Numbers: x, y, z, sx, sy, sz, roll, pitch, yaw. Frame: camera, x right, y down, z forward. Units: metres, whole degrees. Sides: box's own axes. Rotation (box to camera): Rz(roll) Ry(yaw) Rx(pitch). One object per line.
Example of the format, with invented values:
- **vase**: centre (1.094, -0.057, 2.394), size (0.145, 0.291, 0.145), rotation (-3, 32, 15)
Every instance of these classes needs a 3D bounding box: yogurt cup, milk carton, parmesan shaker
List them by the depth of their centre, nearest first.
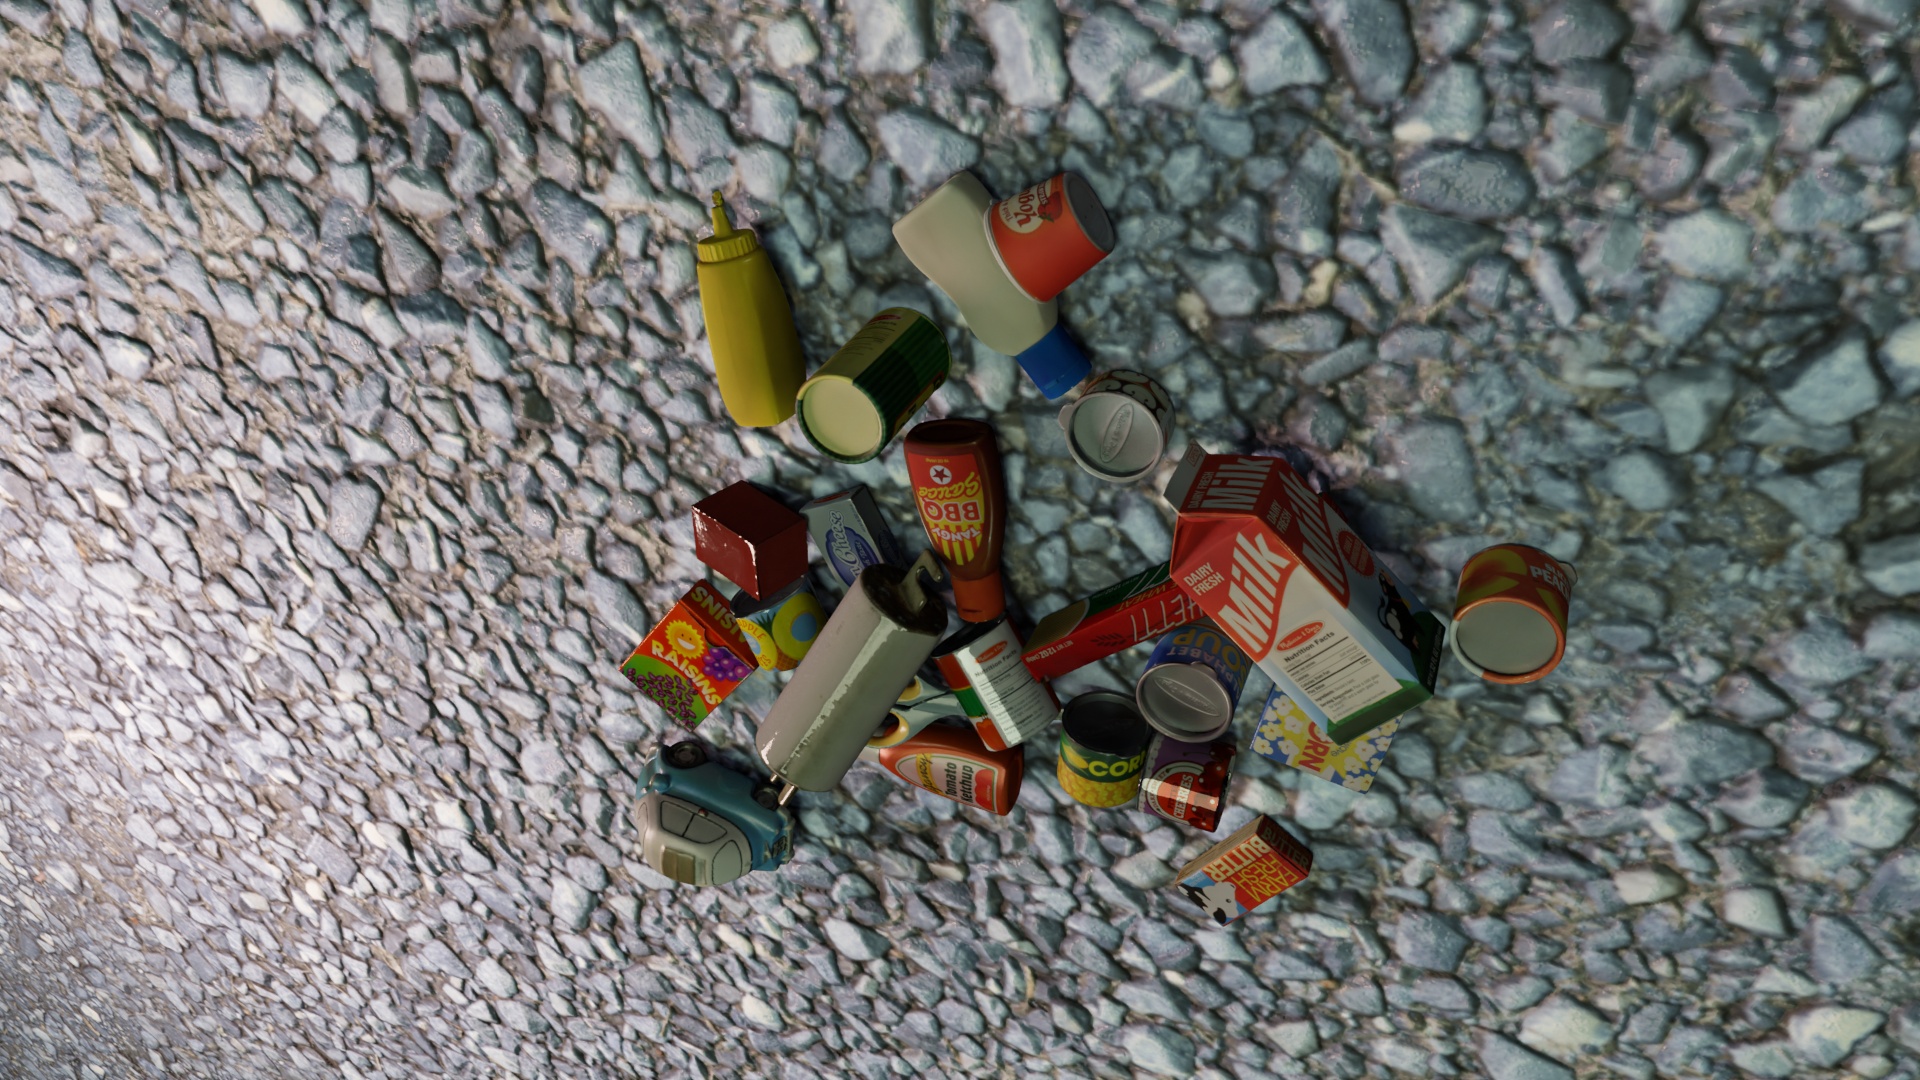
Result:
- **milk carton**: centre (0.194, 0.023, 0.824), size (0.190, 0.073, 0.073), rotation (44, 129, -8)
- **yogurt cup**: centre (0.055, -0.182, 0.826), size (0.054, 0.073, 0.072), rotation (-27, 107, 29)
- **parmesan shaker**: centre (-0.058, -0.101, 0.911), size (0.071, 0.103, 0.071), rotation (13, 127, 18)

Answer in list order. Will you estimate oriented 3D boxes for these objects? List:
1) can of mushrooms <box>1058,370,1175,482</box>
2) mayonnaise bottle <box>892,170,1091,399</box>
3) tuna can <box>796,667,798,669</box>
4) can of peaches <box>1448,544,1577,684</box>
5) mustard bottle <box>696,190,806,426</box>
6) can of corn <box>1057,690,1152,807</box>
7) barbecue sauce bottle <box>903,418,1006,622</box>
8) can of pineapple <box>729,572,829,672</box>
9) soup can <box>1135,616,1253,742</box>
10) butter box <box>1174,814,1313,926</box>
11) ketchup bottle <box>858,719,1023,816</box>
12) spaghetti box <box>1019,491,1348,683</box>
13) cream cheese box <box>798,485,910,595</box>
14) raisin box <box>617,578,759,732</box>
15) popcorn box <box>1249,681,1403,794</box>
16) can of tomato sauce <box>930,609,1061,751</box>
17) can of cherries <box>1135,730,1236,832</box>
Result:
- **can of mushrooms**: centre (0.101, -0.075, 0.895), size (0.071, 0.034, 0.070), rotation (13, 128, 18)
- **mayonnaise bottle**: centre (0.025, -0.156, 0.874), size (0.064, 0.041, 0.148), rotation (-28, 107, 39)
- **tuna can**: centre (-0.095, 0.112, 1.123), size (0.071, 0.033, 0.070), rotation (13, 127, 19)
- **can of peaches**: centre (0.335, 0.044, 0.842), size (0.071, 0.058, 0.071), rotation (14, 127, 19)
- **mustard bottle**: centre (-0.147, -0.159, 0.946), size (0.049, 0.065, 0.159), rotation (-2, 115, 22)
- **can of corn**: centre (0.107, 0.156, 1.027), size (0.071, 0.071, 0.058), rotation (15, 128, 17)
- **barbecue sauce bottle**: centre (0.004, -0.012, 0.981), size (0.065, 0.044, 0.147), rotation (3, 123, 23)
- **can of pineapple**: centre (-0.141, 0.063, 1.089), size (0.071, 0.071, 0.057), rotation (-8, 118, 31)
- **soup can**: centre (0.163, 0.083, 0.939), size (0.071, 0.084, 0.071), rotation (13, 127, 18)
- **butter box**: centre (0.217, 0.255, 1.070), size (0.053, 0.024, 0.103), rotation (41, 130, -3)
- **ketchup bottle**: centre (-0.024, 0.174, 1.124), size (0.149, 0.044, 0.064), rotation (14, 127, 19)
- **spaghetti box**: centre (0.145, 0.036, 0.938), size (0.249, 0.050, 0.028), rotation (-28, 108, 37)
- **cream cheese box**: centre (-0.075, 0.011, 1.049), size (0.053, 0.024, 0.103), rotation (-12, 115, 34)
- **raisin box**: centre (-0.225, 0.099, 1.176), size (0.086, 0.040, 0.123), rotation (43, 129, -5)
- **popcorn box**: centre (0.255, 0.105, 0.938), size (0.085, 0.038, 0.126), rotation (21, 129, 14)
- **can of tomato sauce**: centre (0.027, 0.103, 1.023), size (0.071, 0.071, 0.083), rotation (-25, 99, 37)
- **can of cherries**: centre (0.164, 0.175, 1.010), size (0.058, 0.072, 0.071), rotation (15, 127, 17)
